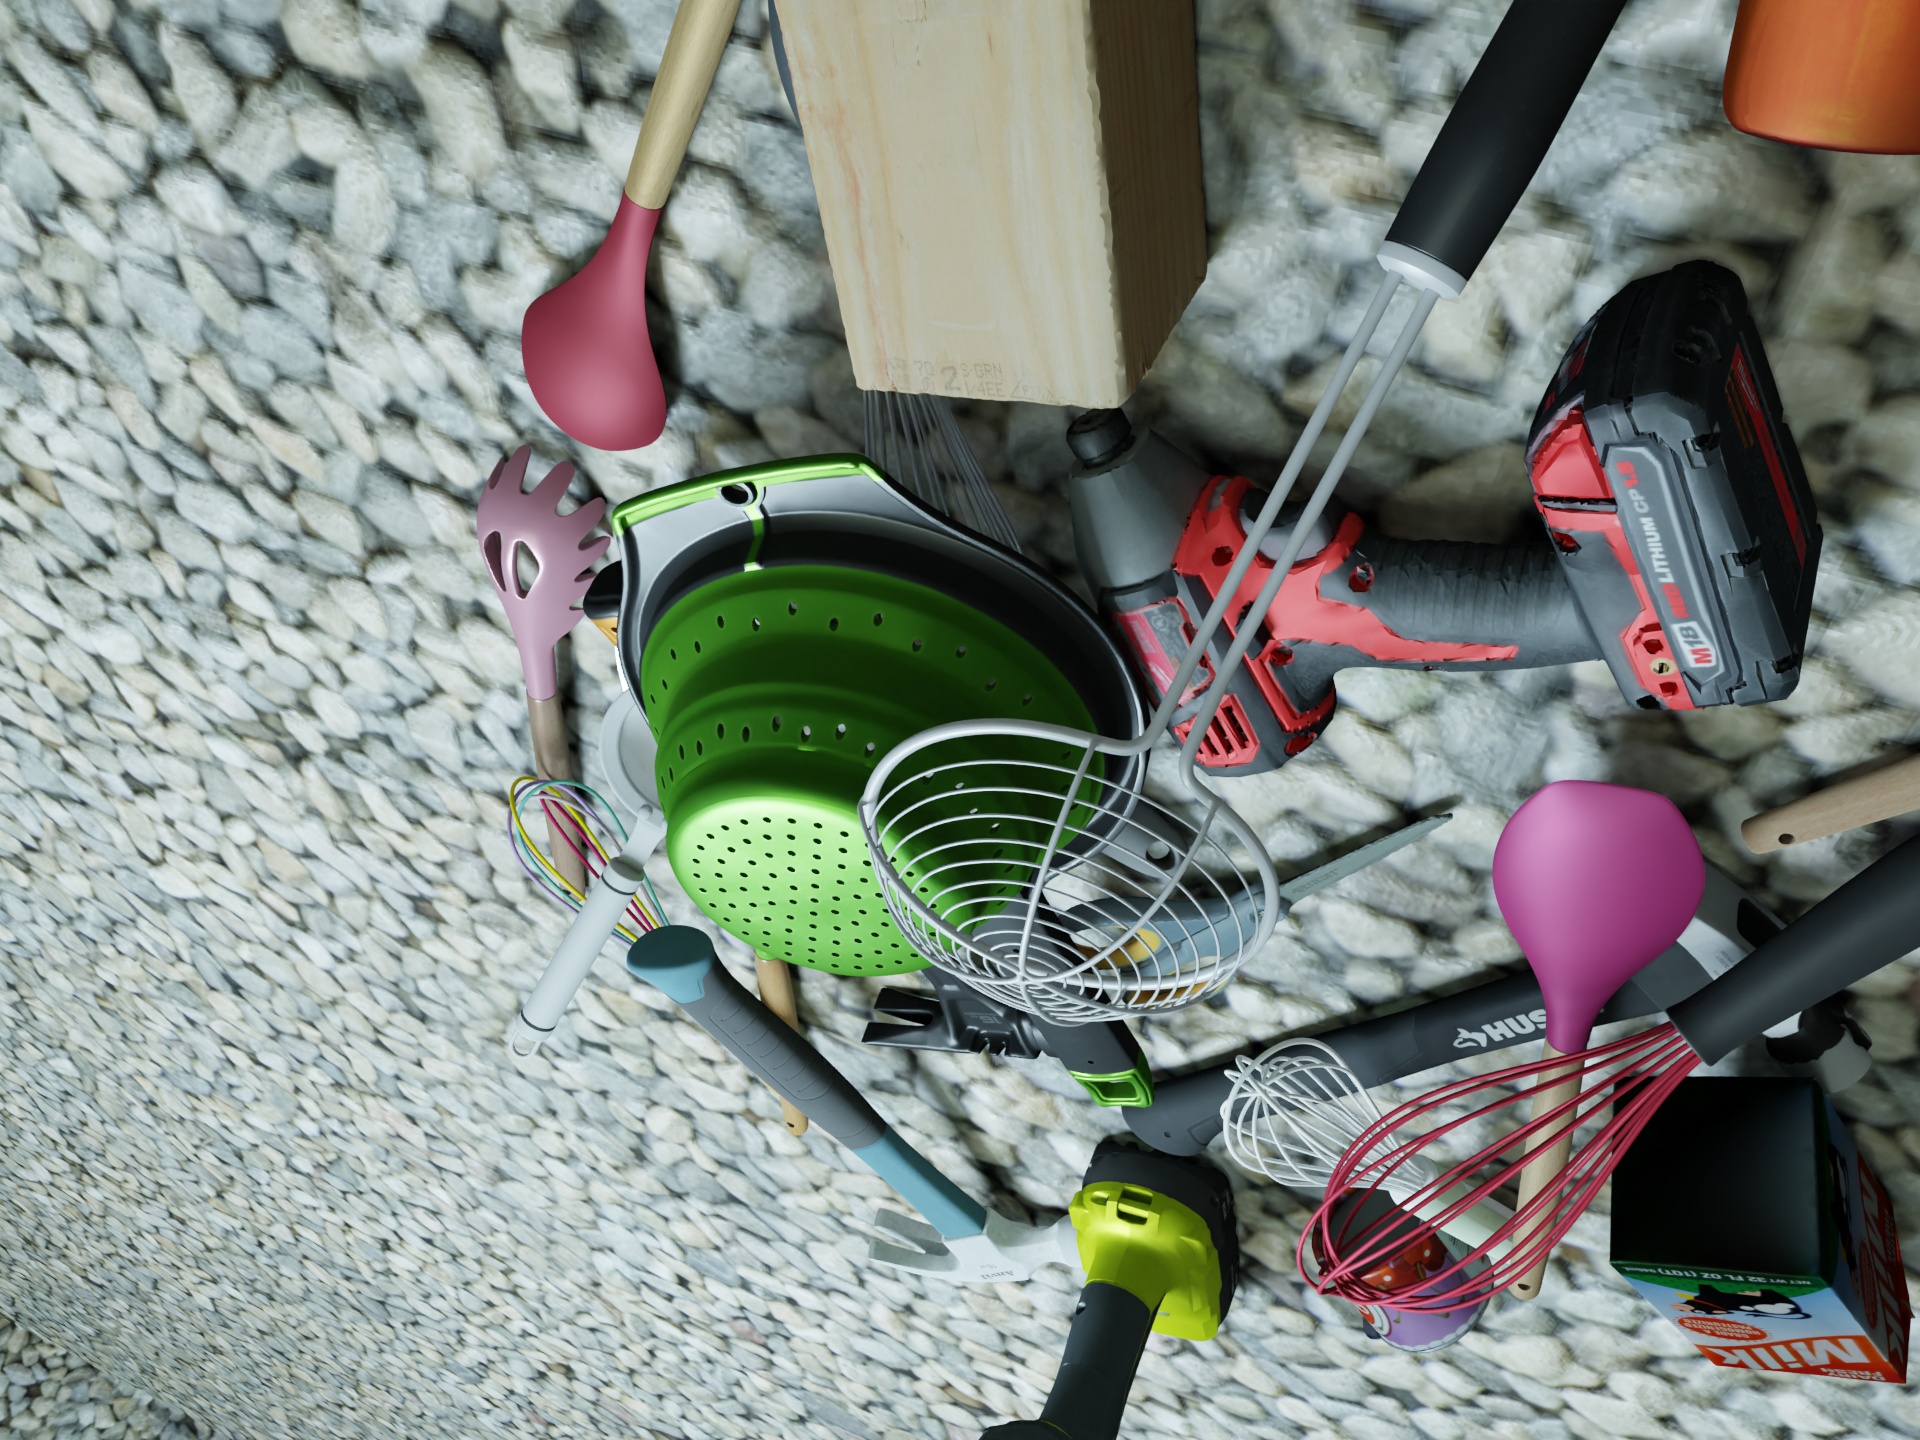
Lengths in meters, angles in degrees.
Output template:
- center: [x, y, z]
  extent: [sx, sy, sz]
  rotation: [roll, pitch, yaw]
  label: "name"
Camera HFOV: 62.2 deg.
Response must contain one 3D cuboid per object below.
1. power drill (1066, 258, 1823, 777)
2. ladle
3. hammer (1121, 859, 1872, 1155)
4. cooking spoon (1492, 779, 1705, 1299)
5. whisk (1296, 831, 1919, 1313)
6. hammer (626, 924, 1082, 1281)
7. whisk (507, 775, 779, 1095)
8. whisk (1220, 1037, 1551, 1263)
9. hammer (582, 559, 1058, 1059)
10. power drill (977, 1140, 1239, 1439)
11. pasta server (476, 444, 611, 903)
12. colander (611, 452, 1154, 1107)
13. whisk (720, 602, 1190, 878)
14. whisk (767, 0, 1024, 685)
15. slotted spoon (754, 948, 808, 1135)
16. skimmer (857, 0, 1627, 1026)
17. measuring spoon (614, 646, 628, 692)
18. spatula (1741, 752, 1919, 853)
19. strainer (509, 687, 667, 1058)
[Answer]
- center: [0.138, -0.058, 0.506]
  extent: [0.220, 0.079, 0.143]
  rotation: [-10, 123, 41]
  label: "power drill"
- center: [-0.100, -0.201, 0.548]
  extent: [0.069, 0.031, 0.315]
  rotation: [34, 137, -2]
  label: "ladle"
- center: [0.189, 0.136, 0.688]
  extent: [0.146, 0.035, 0.334]
  rotation: [43, 137, -13]
  label: "hammer"
- center: [0.236, 0.141, 0.624]
  extent: [0.069, 0.017, 0.318]
  rotation: [9, 134, 21]
  label: "cooking spoon"
- center: [0.239, 0.122, 0.558]
  extent: [0.296, 0.073, 0.073]
  rotation: [-41, 104, 19]
  label: "whisk"
- center: [-0.058, 0.217, 0.865]
  extent: [0.128, 0.033, 0.330]
  rotation: [-20, 126, 29]
  label: "hammer"
- center: [-0.156, 0.117, 0.843]
  extent: [0.244, 0.051, 0.047]
  rotation: [54, 168, -29]
  label: "whisk"
- center: [0.193, 0.197, 0.690]
  extent: [0.246, 0.059, 0.058]
  rotation: [34, 180, -35]
  label: "whisk"
- center: [-0.065, 0.054, 0.720]
  extent: [0.127, 0.034, 0.336]
  rotation: [-4, 137, 33]
  label: "hammer"
- center: [0.073, 0.348, 0.816]
  extent: [0.080, 0.223, 0.171]
  rotation: [9, 133, 25]
  label: "power drill"
- center: [-0.203, -0.004, 0.799]
  extent: [0.060, 0.040, 0.316]
  rotation: [22, 141, 11]
  label: "pasta server"
- center: [-0.006, 0.079, 0.620]
  extent: [0.204, 0.095, 0.396]
  rotation: [-7, 135, 26]
  label: "colander"
- center: [-0.001, -0.003, 0.665]
  extent: [0.239, 0.055, 0.055]
  rotation: [33, 139, -9]
  label: "whisk"
- center: [-0.023, -0.123, 0.558]
  extent: [0.070, 0.070, 0.284]
  rotation: [6, 127, 27]
  label: "whisk"
- center: [-0.101, 0.143, 0.875]
  extent: [0.070, 0.031, 0.313]
  rotation: [21, 139, 20]
  label: "slotted spoon"
- center: [0.089, -0.068, 0.442]
  extent: [0.127, 0.090, 0.363]
  rotation: [26, 103, -5]
  label: "skimmer"
- center: [-0.149, 0.001, 0.781]
  extent: [0.034, 0.018, 0.124]
  rotation: [13, 128, 24]
  label: "measuring spoon"
- center: [0.370, -0.020, 0.442]
  extent: [0.059, 0.018, 0.316]
  rotation: [43, 136, -15]
  label: "spatula"
- center: [-0.160, 0.067, 0.768]
  extent: [0.087, 0.050, 0.258]
  rotation: [30, 109, -8]
  label: "strainer"
